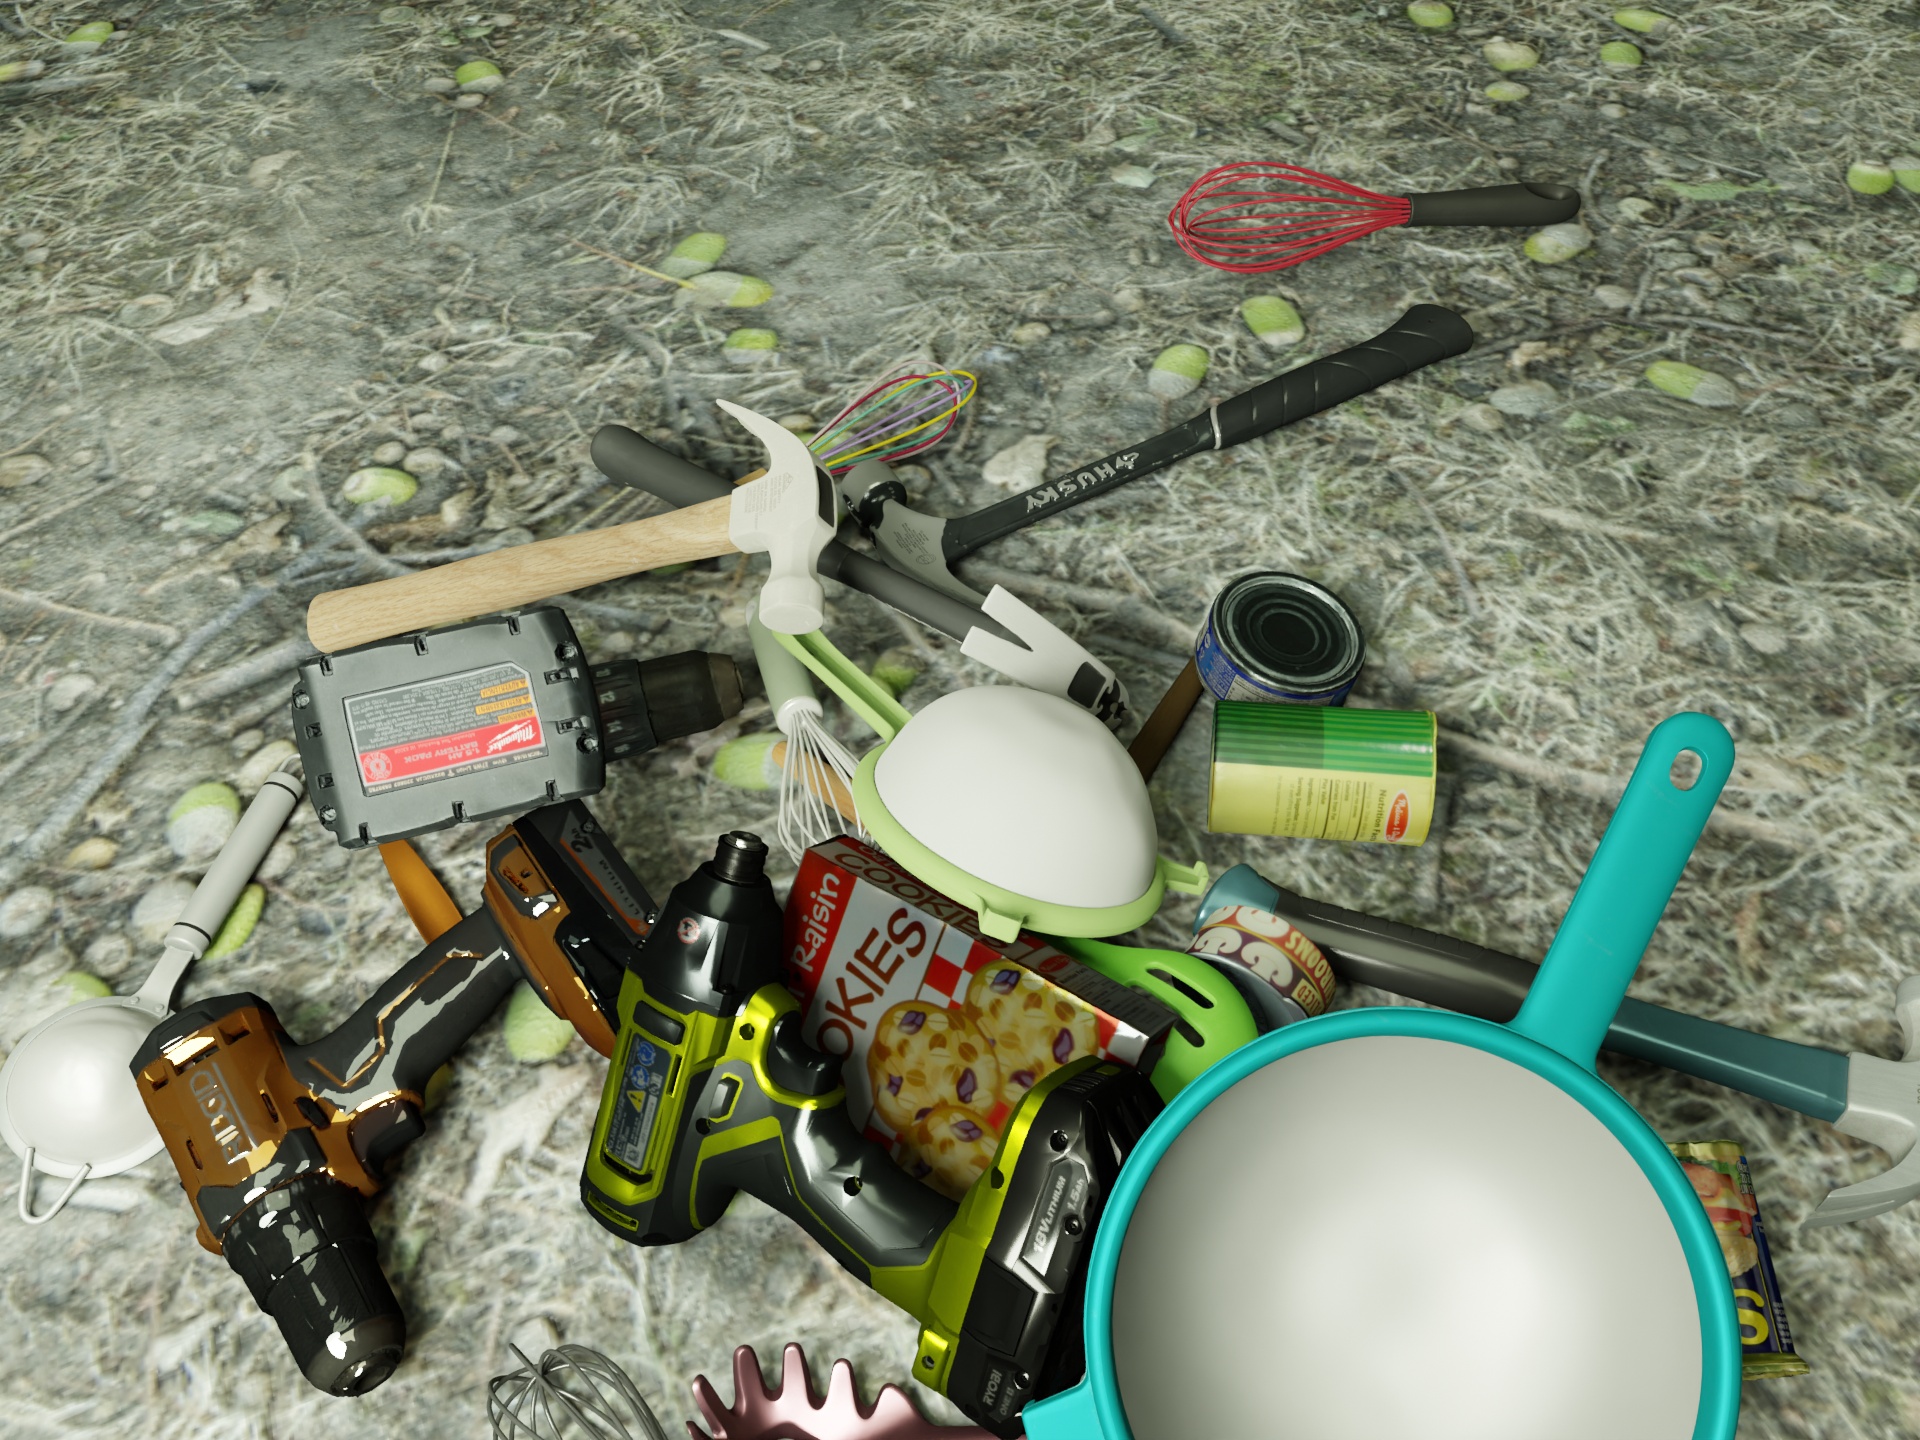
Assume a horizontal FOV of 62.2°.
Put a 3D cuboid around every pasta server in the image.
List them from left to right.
[{"bbox_3d":[0.056,0.269,0.603,0.316,0.040,0.060,-1,23,1],"label":"pasta server"}]

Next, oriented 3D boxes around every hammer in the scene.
[{"bbox_3d":[-0.213,-0.083,0.839,0.331,0.031,0.130,-10,64,24],"label":"hammer"},{"bbox_3d":[-0.072,-0.088,0.843,0.335,0.146,0.035,28,89,26],"label":"hammer"},{"bbox_3d":[0.141,-0.168,0.959,0.409,0.036,0.149,-25,54,-16],"label":"hammer"},{"bbox_3d":[0.269,0.127,0.709,0.331,0.033,0.128,15,52,16],"label":"hammer"}]

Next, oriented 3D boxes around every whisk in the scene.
[{"bbox_3d":[-0.092,0.283,0.550,0.239,0.055,0.055,18,51,42],"label":"whisk"},{"bbox_3d":[-0.096,-0.153,0.958,0.245,0.051,0.047,-30,71,-13],"label":"whisk"},{"bbox_3d":[-0.078,0.003,0.804,0.059,0.057,0.247,8,31,-23],"label":"whisk"},{"bbox_3d":[0.285,-0.348,1.086,0.295,0.073,0.073,-5,50,-9],"label":"whisk"}]

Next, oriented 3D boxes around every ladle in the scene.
[{"bbox_3d":[0.061,0.065,0.779,0.069,0.031,0.315,22,54,21],"label":"ladle"}]

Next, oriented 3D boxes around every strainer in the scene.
[{"bbox_3d":[-0.376,0.111,0.761,0.087,0.050,0.259,17,49,-3],"label":"strainer"},{"bbox_3d":[-0.001,-0.002,0.738,0.151,0.069,0.257,-5,36,-47],"label":"strainer"},{"bbox_3d":[0.179,0.152,0.566,0.211,0.095,0.340,29,81,7],"label":"strainer"}]

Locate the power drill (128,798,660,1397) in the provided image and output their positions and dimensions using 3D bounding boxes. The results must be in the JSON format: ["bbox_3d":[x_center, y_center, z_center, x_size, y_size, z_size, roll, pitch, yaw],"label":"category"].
[{"bbox_3d":[-0.222,0.157,0.689,0.226,0.084,0.185,-33,59,-17],"label":"power drill"}]

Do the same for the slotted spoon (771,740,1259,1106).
[{"bbox_3d":[0.008,0.080,0.737,0.070,0.031,0.314,-41,48,-20],"label":"slotted spoon"}]

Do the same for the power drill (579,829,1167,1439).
[{"bbox_3d":[-0.040,0.154,0.615,0.223,0.171,0.080,22,13,26],"label":"power drill"}]

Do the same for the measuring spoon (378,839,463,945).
[{"bbox_3d":[-0.270,0.085,0.795,0.021,0.011,0.117,-31,59,-20],"label":"measuring spoon"}]

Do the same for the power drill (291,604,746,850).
[{"bbox_3d":[-0.195,-0.001,0.743,0.188,0.227,0.080,-13,91,-7],"label":"power drill"}]
